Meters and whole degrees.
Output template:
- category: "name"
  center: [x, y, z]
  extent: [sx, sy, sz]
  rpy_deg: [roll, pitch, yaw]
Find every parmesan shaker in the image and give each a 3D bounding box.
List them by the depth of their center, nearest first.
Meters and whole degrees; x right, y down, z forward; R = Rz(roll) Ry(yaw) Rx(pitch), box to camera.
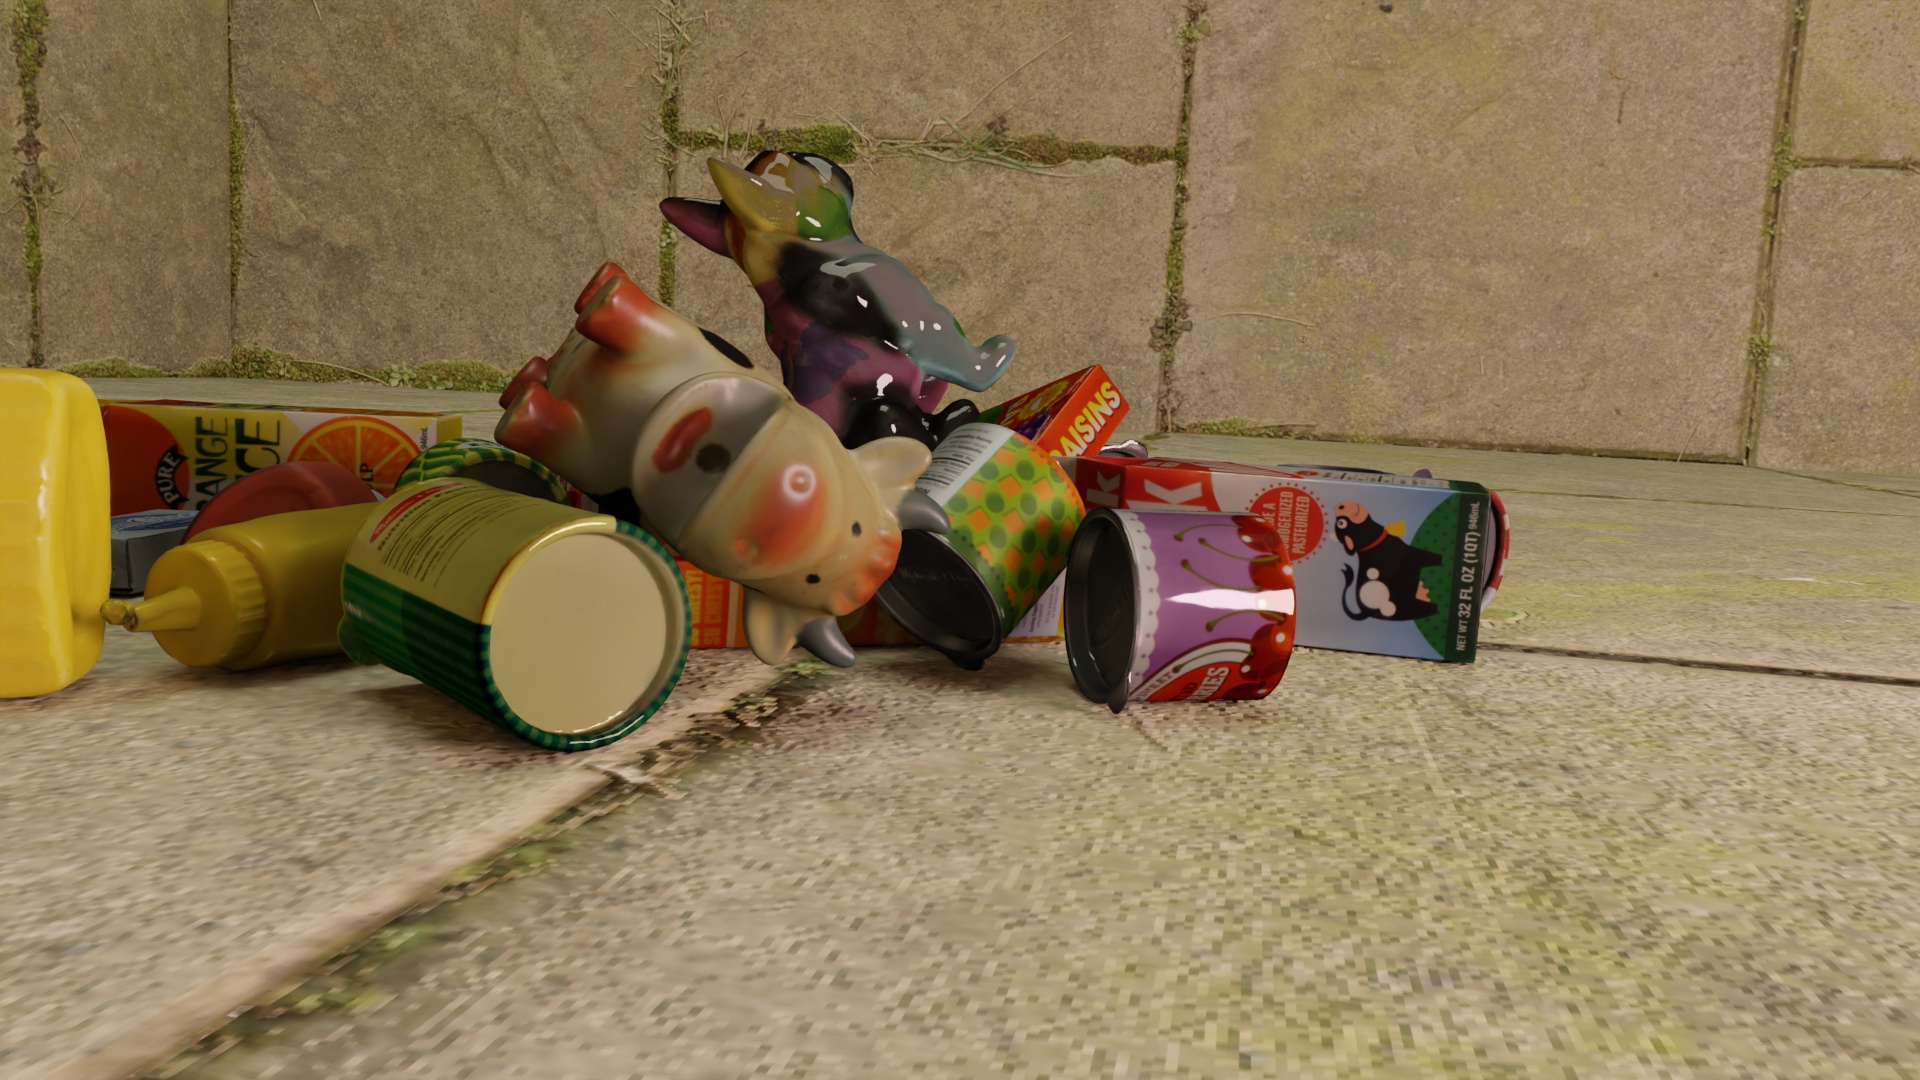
- category: "parmesan shaker"
  center: [-0.135, 0.021, 0.412]
  extent: [0.071, 0.071, 0.103]
  rpy_deg: [-3, 10, -41]

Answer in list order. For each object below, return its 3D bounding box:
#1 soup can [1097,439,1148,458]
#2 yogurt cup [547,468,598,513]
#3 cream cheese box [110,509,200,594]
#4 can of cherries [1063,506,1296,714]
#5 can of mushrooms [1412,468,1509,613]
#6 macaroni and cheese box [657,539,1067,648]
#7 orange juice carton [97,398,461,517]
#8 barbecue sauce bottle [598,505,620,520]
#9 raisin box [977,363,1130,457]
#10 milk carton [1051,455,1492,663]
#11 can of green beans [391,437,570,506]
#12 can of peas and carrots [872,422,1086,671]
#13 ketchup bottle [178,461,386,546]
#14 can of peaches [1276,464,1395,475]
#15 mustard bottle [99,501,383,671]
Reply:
- category: "soup can"
  center: [0.081, -0.032, 0.871]
  extent: [0.071, 0.071, 0.084]
  rpy_deg: [1, 7, -18]
- category: "yogurt cup"
  center: [-0.218, -0.032, 0.798]
  extent: [0.054, 0.072, 0.072]
  rpy_deg: [15, 12, 26]
- category: "cream cheese box"
  center: [-0.358, 0.004, 0.610]
  extent: [0.053, 0.024, 0.104]
  rpy_deg: [2, 7, 2]
- category: "can of cherries"
  center: [0.073, 0.025, 0.471]
  extent: [0.058, 0.071, 0.071]
  rpy_deg: [2, 7, -17]
- category: "can of mushrooms"
  center: [0.233, 0.002, 0.667]
  extent: [0.071, 0.071, 0.033]
  rpy_deg: [-3, 11, -42]
- category: "macaroni and cheese box"
  center: [-0.051, 0.002, 0.585]
  extent: [0.167, 0.040, 0.124]
  rpy_deg: [0, 22, -18]
- category: "orange juice carton"
  center: [-0.361, -0.033, 0.710]
  extent: [0.193, 0.071, 0.073]
  rpy_deg: [2, 6, -12]
- category: "barbecue sauce bottle"
  center: [-0.122, -0.013, 0.703]
  extent: [0.148, 0.065, 0.043]
  rpy_deg: [20, -2, 39]
- category: "raisin box"
  center: [0.034, -0.053, 0.844]
  extent: [0.123, 0.040, 0.086]
  rpy_deg: [-17, 28, 51]
- category: "milk carton"
  center: [0.130, 0.003, 0.617]
  extent: [0.190, 0.072, 0.073]
  rpy_deg: [6, 8, 17]
- category: "can of green beans"
  center: [-0.209, -0.010, 0.605]
  extent: [0.071, 0.071, 0.058]
  rpy_deg: [-1, 8, -32]
- category: "can of peas and carrots"
  center: [0.005, 0.002, 0.502]
  extent: [0.071, 0.070, 0.059]
  rpy_deg: [9, 45, 42]
- category: "ketchup bottle"
  center: [-0.278, -0.006, 0.596]
  extent: [0.065, 0.043, 0.149]
  rpy_deg: [-40, 9, -6]
- category: "can of peaches"
  center: [0.229, -0.016, 0.856]
  extent: [0.071, 0.058, 0.071]
  rpy_deg: [3, 7, 0]
- category: "mustard bottle"
  center: [-0.224, 0.015, 0.476]
  extent: [0.065, 0.048, 0.160]
  rpy_deg: [5, 8, 20]
